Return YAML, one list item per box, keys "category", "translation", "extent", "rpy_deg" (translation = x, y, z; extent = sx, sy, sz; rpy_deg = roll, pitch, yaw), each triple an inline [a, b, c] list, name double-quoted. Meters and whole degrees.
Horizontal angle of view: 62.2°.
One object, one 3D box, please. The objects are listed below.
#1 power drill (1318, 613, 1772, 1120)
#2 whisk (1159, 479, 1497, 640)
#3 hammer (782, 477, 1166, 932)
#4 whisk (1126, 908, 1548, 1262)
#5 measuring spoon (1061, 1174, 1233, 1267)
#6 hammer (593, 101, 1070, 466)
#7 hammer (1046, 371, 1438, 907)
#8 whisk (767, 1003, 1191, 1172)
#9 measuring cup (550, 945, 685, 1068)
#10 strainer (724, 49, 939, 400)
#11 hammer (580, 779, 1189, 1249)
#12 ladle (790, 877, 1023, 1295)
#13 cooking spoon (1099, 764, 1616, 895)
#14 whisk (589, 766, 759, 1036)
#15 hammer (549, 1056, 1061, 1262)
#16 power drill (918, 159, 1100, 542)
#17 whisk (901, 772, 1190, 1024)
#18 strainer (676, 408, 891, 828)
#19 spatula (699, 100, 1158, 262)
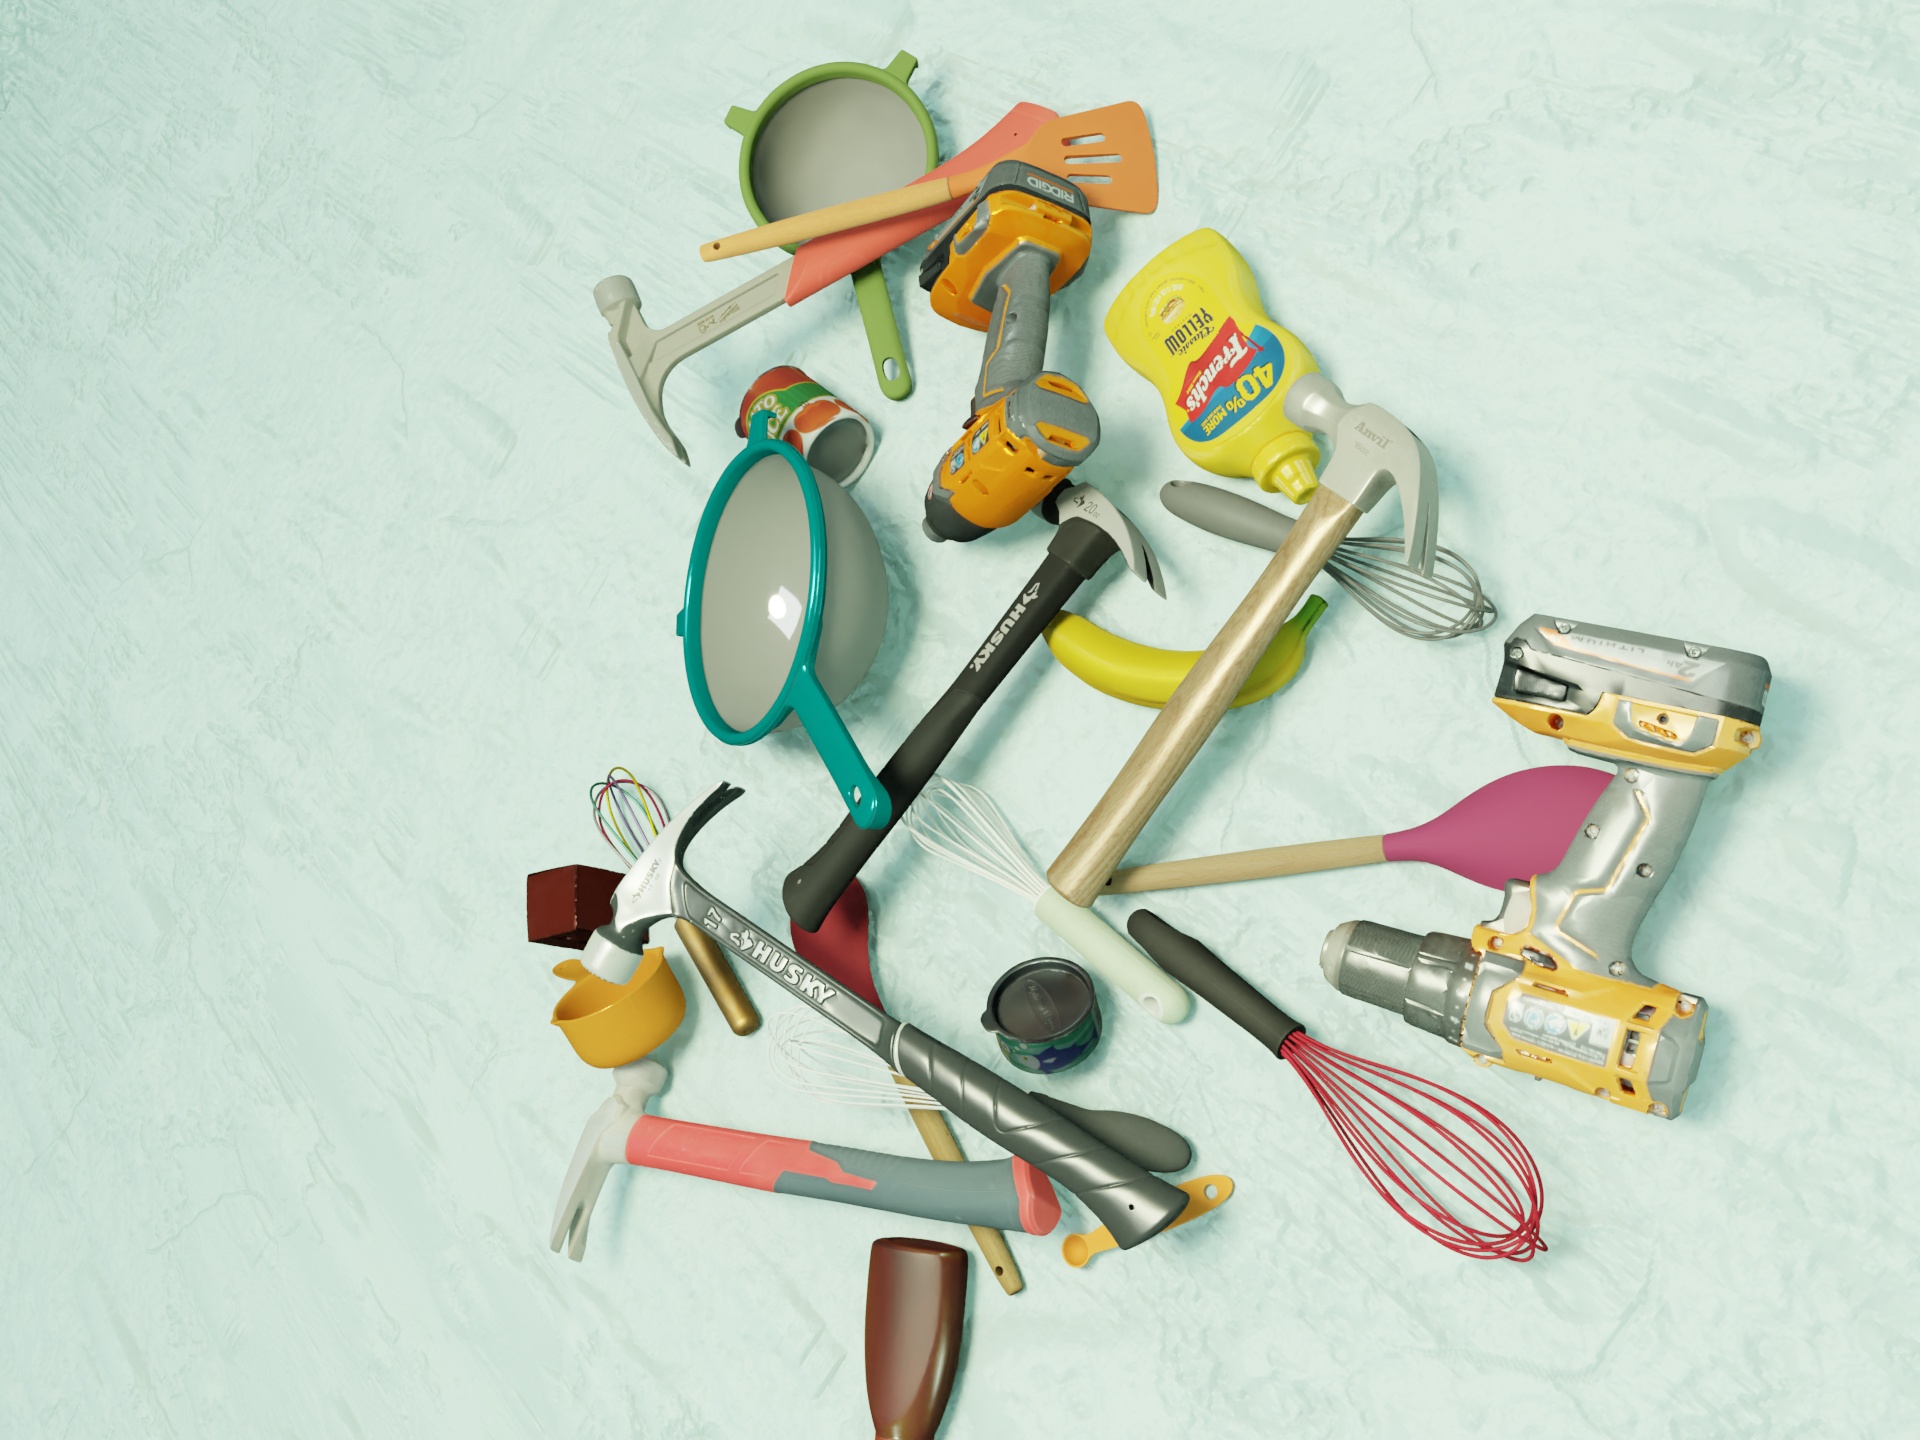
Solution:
- category: "power drill"
  translation: [0.290, 0.064, 0.795]
  extent: [0.185, 0.084, 0.226]
  rpy_deg: [14, 94, 29]
- category: "whisk"
  translation: [0.207, -0.100, 0.933]
  extent: [0.239, 0.055, 0.055]
  rpy_deg: [30, 96, 41]
- category: "hammer"
  translation: [-0.002, -0.003, 1.009]
  extent: [0.335, 0.035, 0.146]
  rpy_deg: [-52, 36, 3]
- category: "whisk"
  translation: [0.193, 0.185, 0.861]
  extent: [0.296, 0.073, 0.073]
  rpy_deg: [37, 100, 41]
- category: "measuring spoon"
  translation: [0.109, 0.290, 0.923]
  extent: [0.117, 0.011, 0.021]
  rpy_deg: [-31, 62, 21]
- category: "hammer"
  translation: [-0.083, -0.327, 1.136]
  extent: [0.359, 0.036, 0.149]
  rpy_deg: [-27, 80, 7]
- category: "hammer"
  translation: [0.152, -0.029, 0.906]
  extent: [0.130, 0.031, 0.331]
  rpy_deg: [45, 109, 39]
- category: "whisk"
  translation: [0.004, 0.225, 0.966]
  extent: [0.285, 0.070, 0.070]
  rpy_deg: [11, 84, 24]
- category: "measuring cup"
  translation: [-0.262, 0.210, 1.177]
  extent: [0.174, 0.095, 0.052]
  rpy_deg: [-1, 119, 60]
- category: "strainer"
  translation: [-0.072, -0.358, 1.193]
  extent: [0.151, 0.069, 0.256]
  rpy_deg: [-15, 87, 8]
- category: "hammer"
  translation: [-0.045, 0.180, 0.943]
  extent: [0.409, 0.036, 0.149]
  rpy_deg: [29, 89, 25]
- category: "ladle"
  translation: [-0.038, 0.226, 1.033]
  extent: [0.069, 0.031, 0.316]
  rpy_deg: [-42, 59, 20]
- category: "cooking spoon"
  translation: [0.215, 0.075, 0.897]
  extent: [0.319, 0.017, 0.069]
  rpy_deg: [-11, 71, 32]
- category: "whisk"
  translation: [-0.210, 0.128, 1.169]
  extent: [0.047, 0.051, 0.245]
  rpy_deg: [-43, 61, 12]
- category: "hammer"
  translation: [-0.109, 0.301, 1.018]
  extent: [0.386, 0.038, 0.143]
  rpy_deg: [-3, 56, 37]
- category: "power drill"
  translation: [0.022, -0.230, 1.043]
  extent: [0.164, 0.084, 0.227]
  rpy_deg: [-36, 47, 52]
- category: "whisk"
  translation: [0.049, 0.107, 0.992]
  extent: [0.247, 0.059, 0.057]
  rpy_deg: [39, 138, 32]
- category: "strainer"
  translation: [-0.086, -0.045, 1.066]
  extent: [0.341, 0.095, 0.211]
  rpy_deg: [57, 131, 43]
- category: "spatula"
  translation: [-0.027, -0.358, 1.100]
  extent: [0.322, 0.041, 0.081]
  rpy_deg: [-10, 84, 14]
